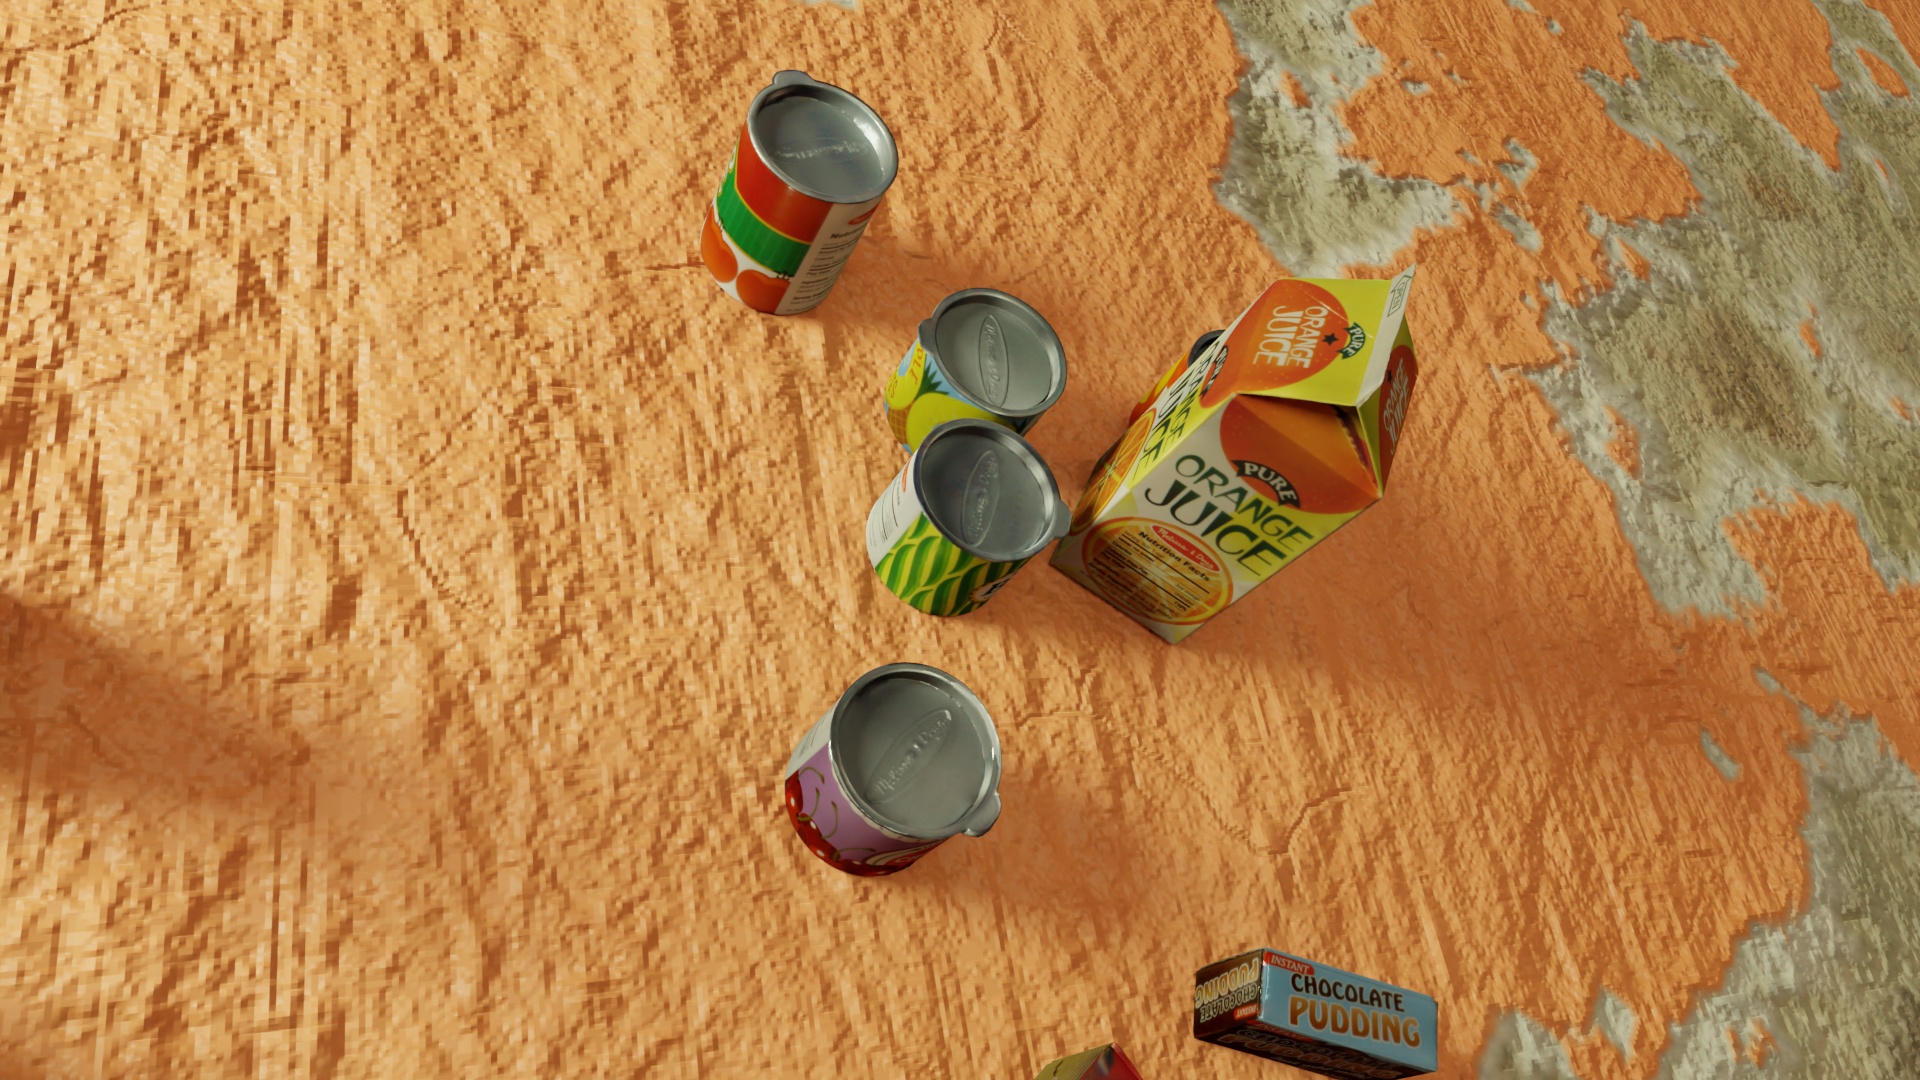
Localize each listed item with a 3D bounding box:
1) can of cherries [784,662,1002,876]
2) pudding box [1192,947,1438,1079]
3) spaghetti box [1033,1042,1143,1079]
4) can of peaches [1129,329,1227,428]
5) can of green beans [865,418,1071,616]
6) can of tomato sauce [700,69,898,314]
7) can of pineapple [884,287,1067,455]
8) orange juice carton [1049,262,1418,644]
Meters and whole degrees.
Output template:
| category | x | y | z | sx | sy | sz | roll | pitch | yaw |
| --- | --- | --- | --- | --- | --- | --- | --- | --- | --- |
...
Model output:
| category | x | y | z | sx | sy | sz | roll | pitch | yaw |
| --- | --- | --- | --- | --- | --- | --- | --- | --- | --- |
| can of cherries | -0.025 | 0.089 | 0.517 | 0.071 | 0.058 | 0.072 | 12 | 59 | -21 |
| pudding box | 0.140 | 0.189 | 0.549 | 0.084 | 0.049 | 0.030 | 21 | 56 | -15 |
| spaghetti box | -0.029 | 0.254 | 0.427 | 0.251 | 0.050 | 0.029 | -36 | 83 | -36 |
| can of peaches | 0.122 | -0.058 | 0.673 | 0.071 | 0.057 | 0.071 | 12 | 59 | -21 |
| can of green beans | 0.000 | -0.009 | 0.584 | 0.071 | 0.057 | 0.071 | 12 | 59 | -21 |
| can of tomato sauce | -0.074 | -0.151 | 0.611 | 0.071 | 0.082 | 0.071 | 12 | 59 | -21 |
| can of pineapple | 0.004 | -0.071 | 0.621 | 0.071 | 0.057 | 0.071 | 12 | 59 | -21 |
| orange juice carton | 0.120 | -0.037 | 0.576 | 0.073 | 0.191 | 0.072 | 33 | 54 | -7 |
